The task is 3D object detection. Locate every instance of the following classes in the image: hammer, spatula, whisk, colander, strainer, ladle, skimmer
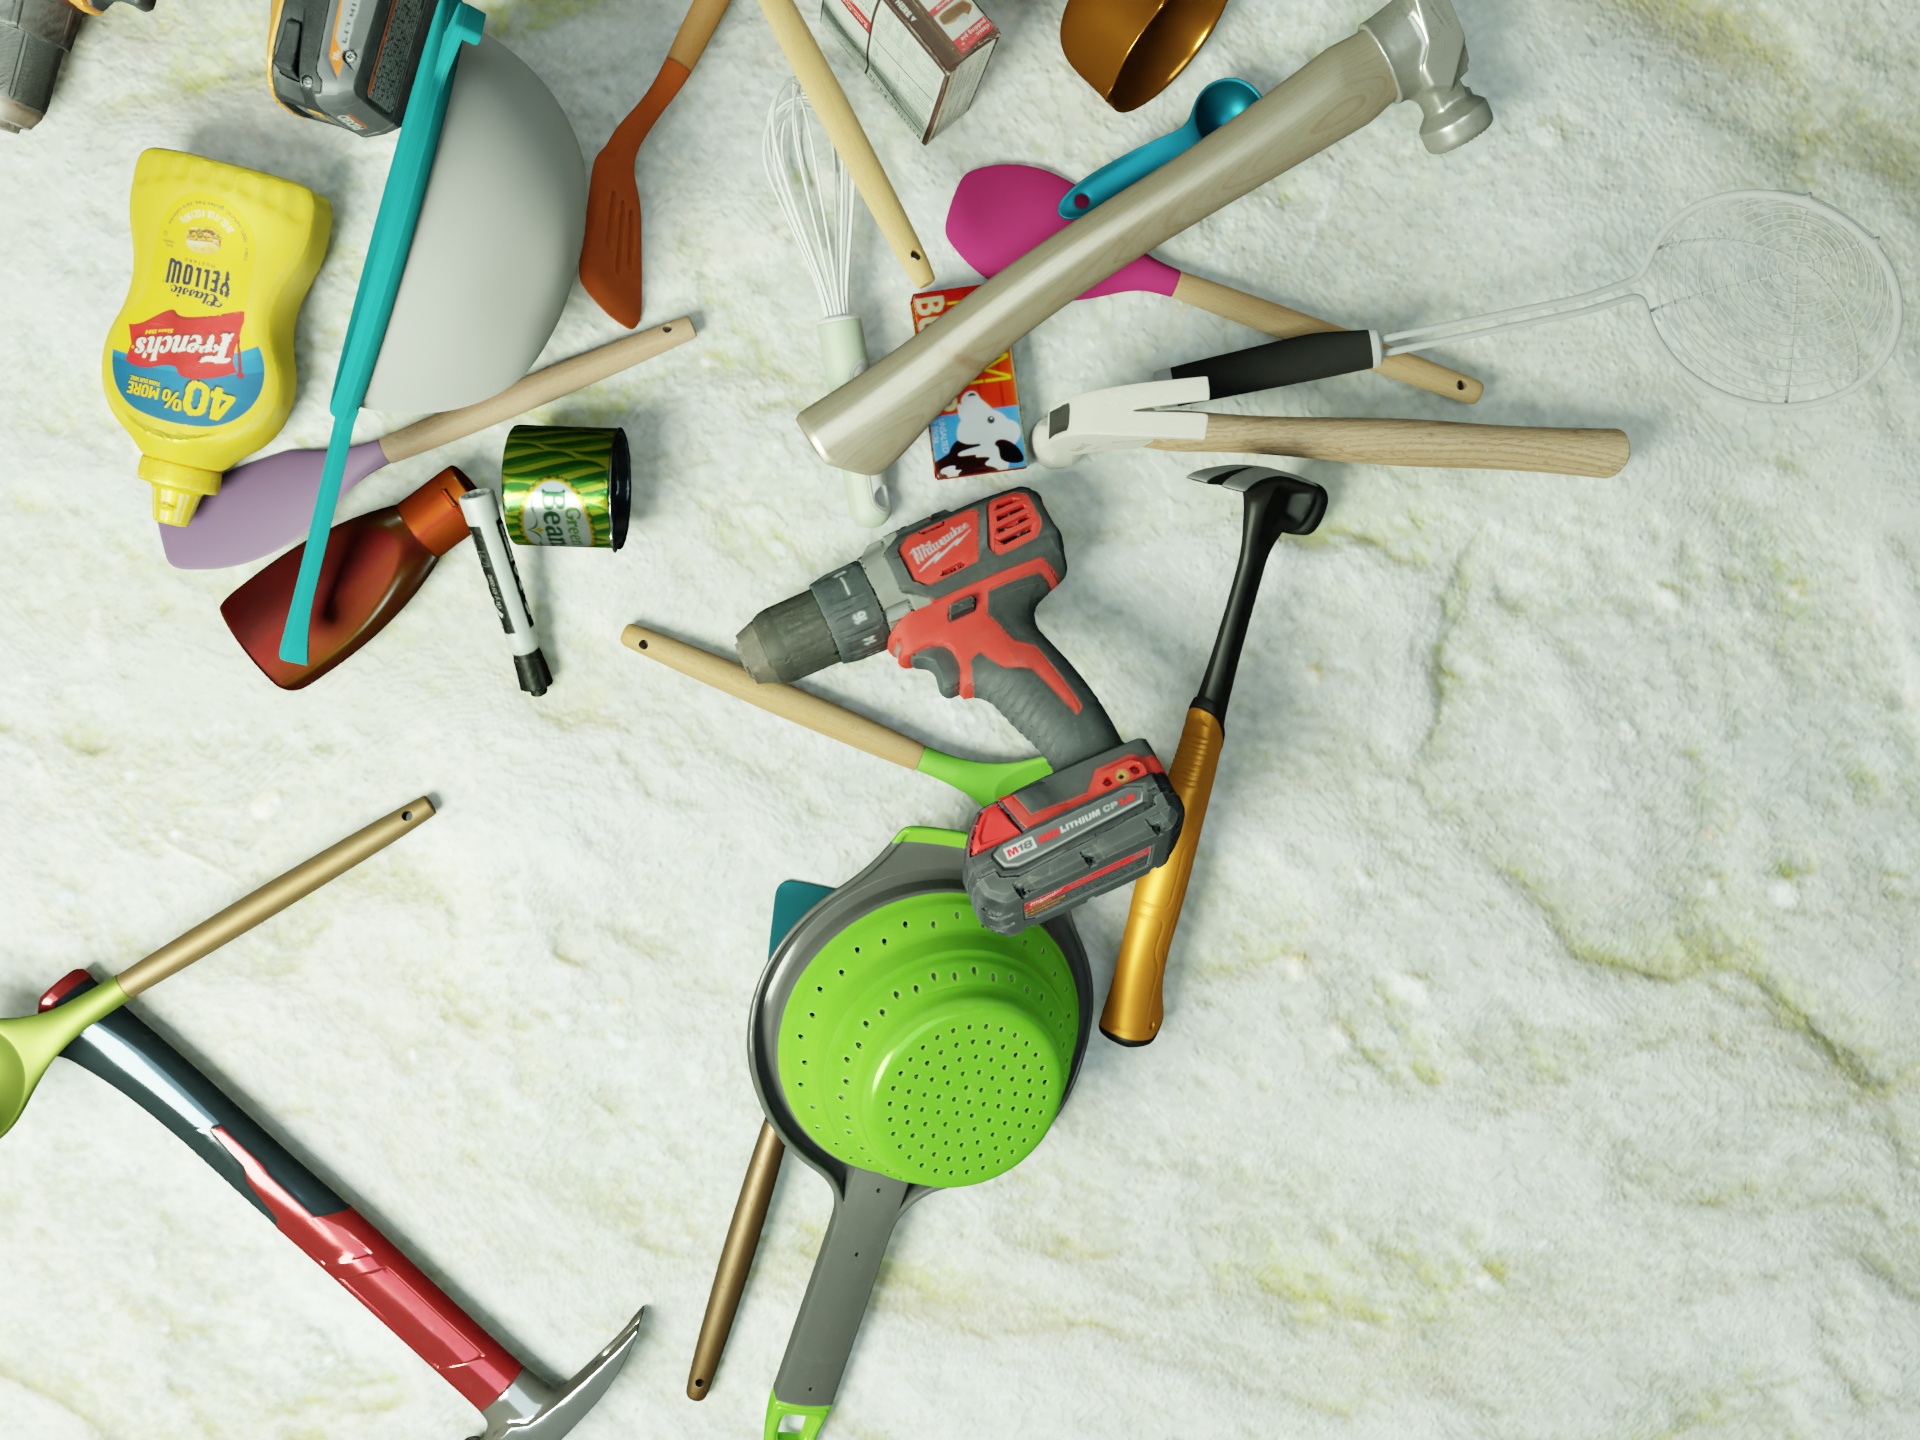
[{"bbox_3d":[0.129,0.025,0.886,0.034,0.127,0.337,20,102,31],"label":"hammer"},{"bbox_3d":[-0.361,0.274,0.915,0.143,0.038,0.386,-44,96,1],"label":"hammer"},{"bbox_3d":[-0.132,-0.369,0.853,0.041,0.081,0.322,27,89,11],"label":"spatula"},{"bbox_3d":[0.085,-0.271,0.847,0.410,0.038,0.146,-34,111,-1],"label":"hammer"},{"bbox_3d":[-0.293,-0.157,0.879,0.316,0.018,0.060,-23,72,-1],"label":"spatula"},{"bbox_3d":[-0.067,-0.228,0.873,0.059,0.058,0.246,-2,103,32],"label":"whisk"},{"bbox_3d":[-0.034,0.261,0.884,0.204,0.095,0.397,14,101,-20],"label":"colander"},{"bbox_3d":[-0.263,-0.181,0.809,0.095,0.211,0.340,13,103,-24],"label":"strainer"},{"bbox_3d":[0.212,-0.154,0.871,0.331,0.130,0.031,1,91,-11],"label":"hammer"},{"bbox_3d":[-0.111,0.254,0.934,0.082,0.044,0.317,17,100,-5],"label":"spatula"},{"bbox_3d":[-0.091,-0.366,0.821,0.069,0.031,0.315,-29,93,-10],"label":"ladle"},{"bbox_3d":[-0.432,0.129,0.861,0.320,0.062,0.078,-32,89,-12],"label":"ladle"},{"bbox_3d":[0.285,-0.194,0.840,0.363,0.090,0.127,-9,134,11],"label":"skimmer"}]

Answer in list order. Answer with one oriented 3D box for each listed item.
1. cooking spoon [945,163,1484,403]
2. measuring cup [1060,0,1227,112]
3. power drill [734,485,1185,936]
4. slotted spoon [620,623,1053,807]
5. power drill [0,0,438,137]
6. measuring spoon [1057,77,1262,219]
[{"bbox_3d":[0.145,-0.237,0.894,0.319,0.017,0.069,19,96,-4],"label":"cooking spoon"},{"bbox_3d":[0.092,-0.383,0.801,0.095,0.173,0.052,-43,79,-6],"label":"measuring cup"},{"bbox_3d":[-0.001,-0.003,0.847,0.188,0.080,0.227,-24,69,-5],"label":"power drill"},{"bbox_3d":[-0.046,0.009,0.908,0.313,0.031,0.070,23,103,-3],"label":"slotted spoon"},{"bbox_3d":[-0.402,-0.374,0.824,0.226,0.084,0.185,18,95,0],"label":"power drill"},{"bbox_3d":[0.110,-0.311,0.883,0.128,0.021,0.042,-29,93,1],"label":"measuring spoon"}]
